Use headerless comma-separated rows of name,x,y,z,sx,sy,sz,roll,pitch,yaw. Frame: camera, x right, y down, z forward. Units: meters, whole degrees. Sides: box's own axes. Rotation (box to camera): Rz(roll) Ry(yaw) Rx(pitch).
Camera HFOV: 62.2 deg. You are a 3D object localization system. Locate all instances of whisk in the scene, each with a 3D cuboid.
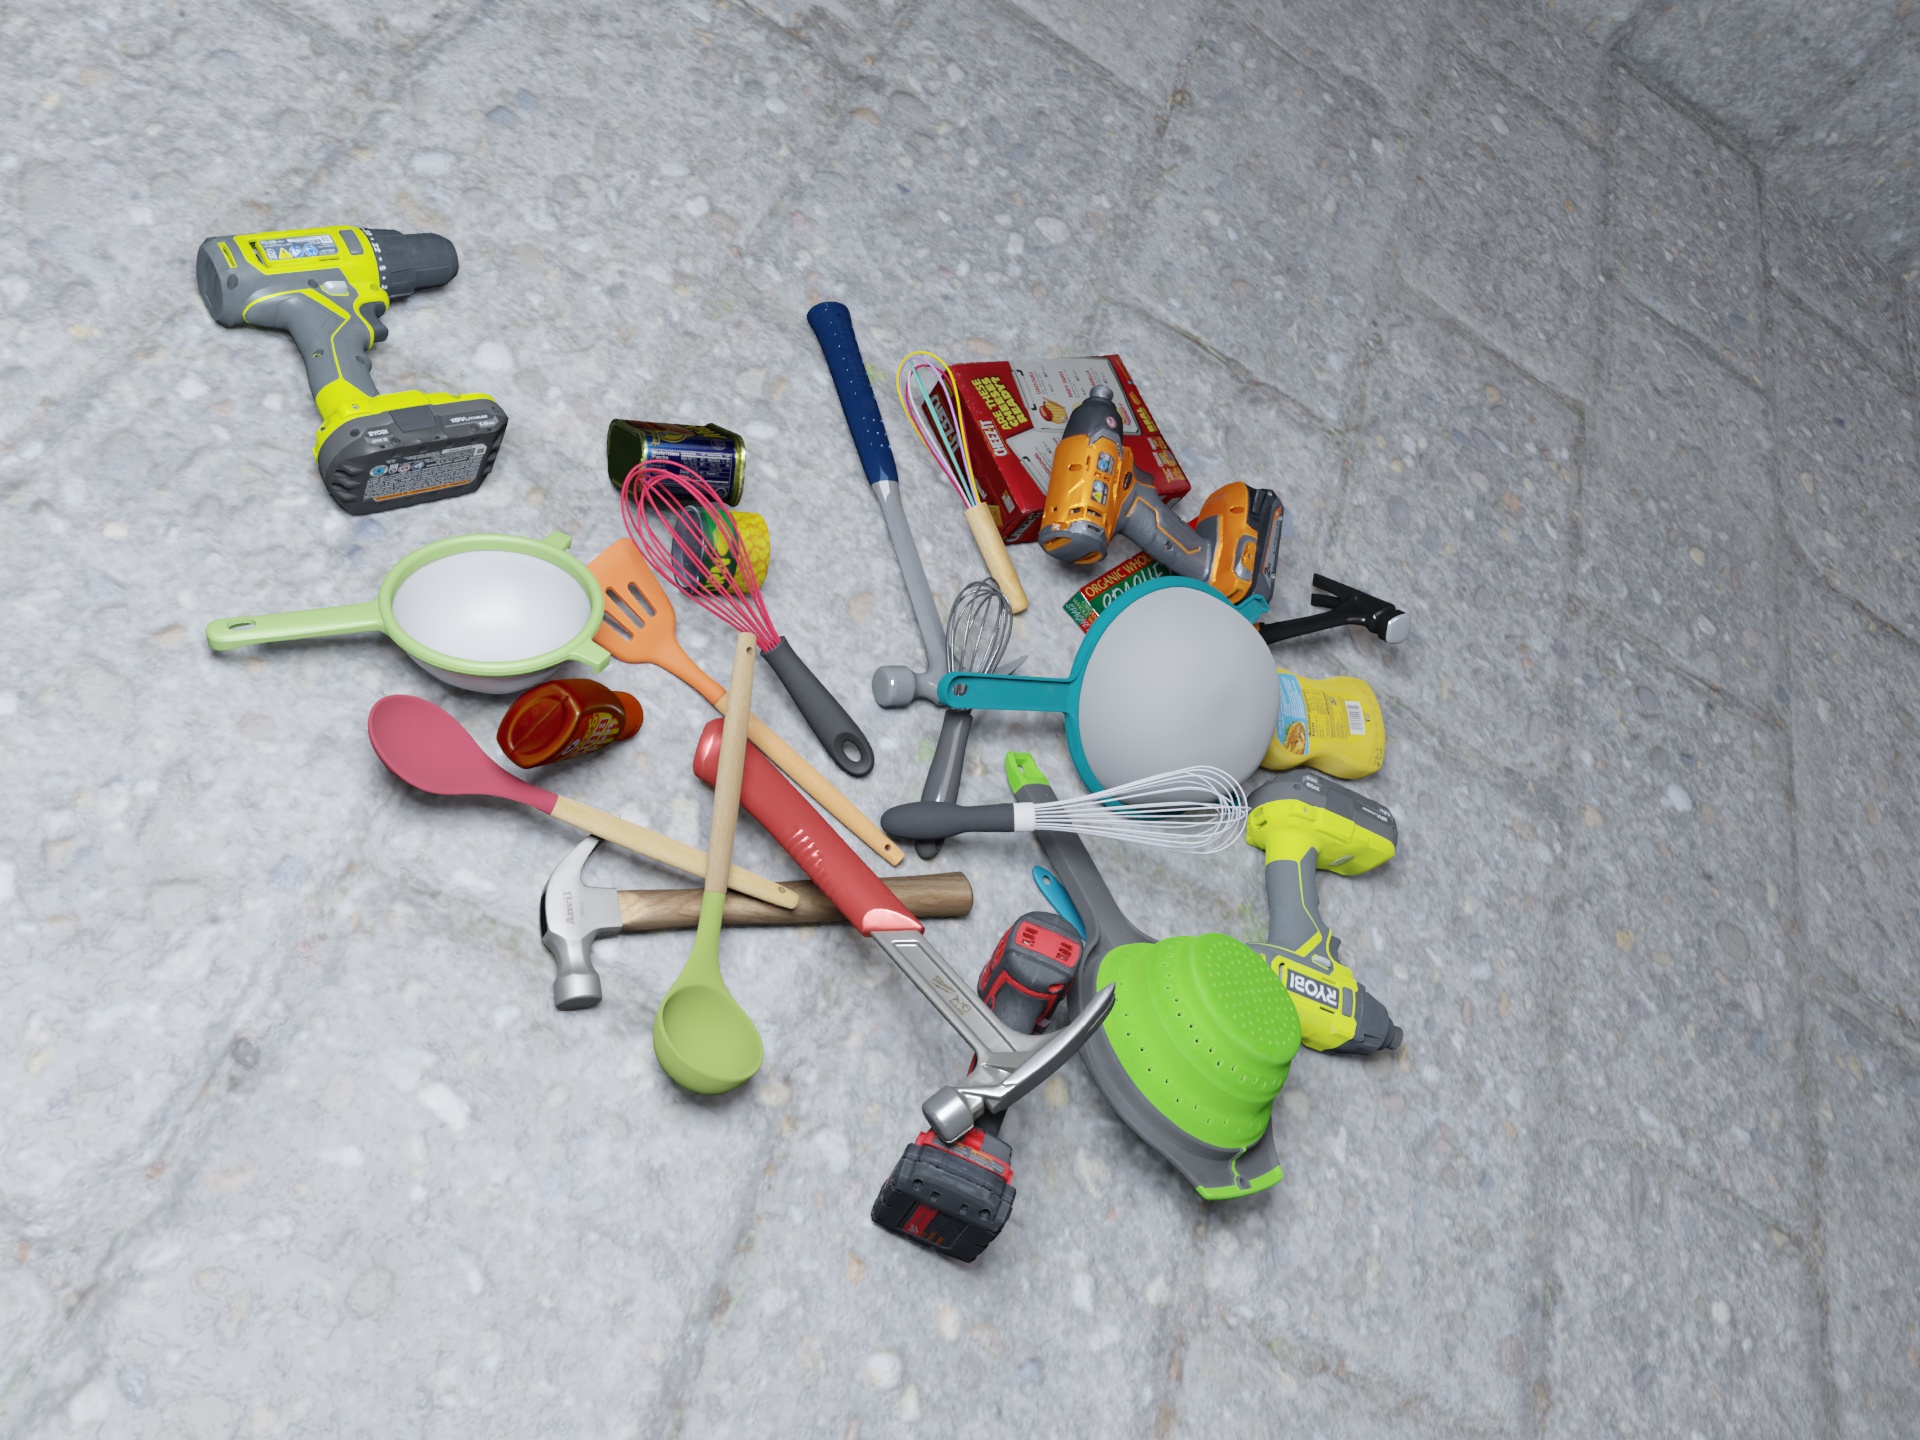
whisk,0.081,0.073,1.219,0.284,0.070,0.070,-2,59,0
whisk,-0.154,-0.072,1.201,0.295,0.073,0.073,54,46,-20
whisk,-0.002,-0.004,1.272,0.055,0.055,0.239,20,72,-20
whisk,0.006,-0.209,1.397,0.047,0.051,0.245,-24,95,-6

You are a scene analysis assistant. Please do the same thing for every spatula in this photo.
spatula,-0.163,-0.002,1.206,0.322,0.041,0.081,42,73,-4

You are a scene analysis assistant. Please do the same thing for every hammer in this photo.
hammer,-0.138,0.130,1.147,0.331,0.031,0.130,0,63,-31
hammer,-0.062,0.115,1.096,0.149,0.036,0.359,-35,60,-19
hammer,0.257,-0.078,1.489,0.336,0.034,0.127,-13,29,-28
hammer,-0.058,-0.196,1.392,0.144,0.035,0.406,-3,64,-32

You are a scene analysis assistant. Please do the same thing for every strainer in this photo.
strainer,-0.376,-0.055,1.096,0.256,0.069,0.152,-9,46,-22
strainer,0.144,-0.013,1.290,0.340,0.095,0.211,2,99,-35

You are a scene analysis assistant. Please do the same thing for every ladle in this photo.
ladle,-0.251,0.066,1.078,0.315,0.031,0.069,25,41,-20
ladle,-0.156,0.090,1.076,0.078,0.062,0.320,18,69,-37

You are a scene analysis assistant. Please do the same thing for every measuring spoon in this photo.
measuring spoon,0.105,0.164,1.278,0.128,0.021,0.042,49,49,2

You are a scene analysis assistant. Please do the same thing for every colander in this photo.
colander,0.150,0.162,1.220,0.204,0.094,0.397,6,47,-47

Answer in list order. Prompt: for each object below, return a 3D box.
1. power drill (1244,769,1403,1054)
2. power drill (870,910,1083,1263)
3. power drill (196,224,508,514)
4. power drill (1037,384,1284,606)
power drill,0.310,0.170,1.368,0.171,0.080,0.223,23,56,-18
power drill,0.018,0.250,1.104,0.078,0.143,0.220,24,57,1
power drill,-0.434,-0.277,1.190,0.190,0.080,0.229,-20,71,-38
power drill,0.180,-0.195,1.427,0.226,0.084,0.164,20,70,-26
